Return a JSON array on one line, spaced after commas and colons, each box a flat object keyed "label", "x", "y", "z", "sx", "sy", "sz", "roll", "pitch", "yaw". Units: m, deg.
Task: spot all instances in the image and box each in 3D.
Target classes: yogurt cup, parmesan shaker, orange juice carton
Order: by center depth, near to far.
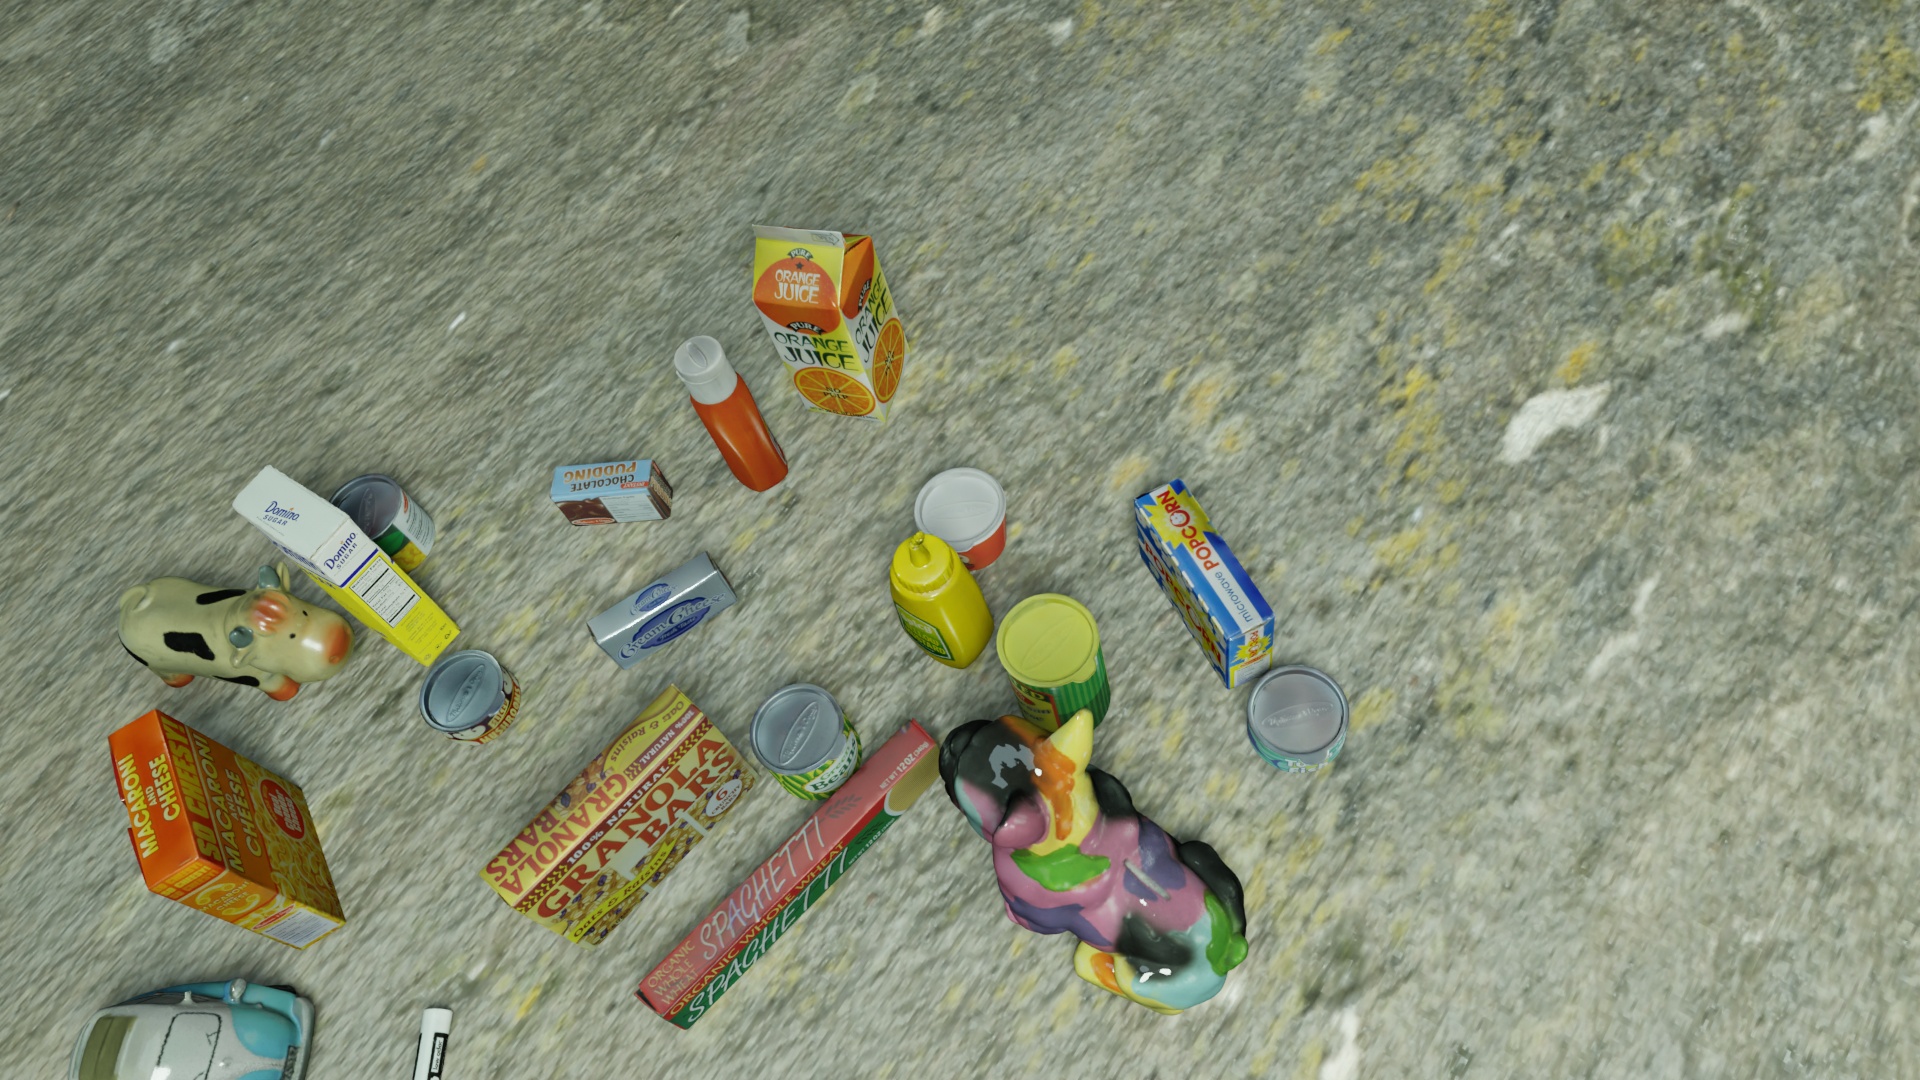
[{"label": "parmesan shaker", "x": 0.066, "y": 0.089, "z": 0.934, "sx": 0.071, "sy": 0.102, "sz": 0.071, "roll": -5, "pitch": 61, "yaw": 9}, {"label": "yogurt cup", "x": 0.004, "y": -0.013, "z": 1.032, "sx": 0.072, "sy": 0.053, "sz": 0.073, "roll": -5, "pitch": 60, "yaw": 9}, {"label": "orange juice carton", "x": -0.100, "y": -0.175, "z": 1.064, "sx": 0.072, "sy": 0.192, "sz": 0.073, "roll": 10, "pitch": 64, "yaw": 17}]

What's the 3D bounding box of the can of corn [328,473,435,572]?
[{"label": "can of corn", "x": -0.471, "y": -0.011, "z": 1.123, "sx": 0.071, "sy": 0.058, "sz": 0.071, "roll": -5, "pitch": 60, "yaw": 9}]

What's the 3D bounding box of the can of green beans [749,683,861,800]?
[{"label": "can of green beans", "x": -0.106, "y": 0.141, "z": 0.965, "sx": 0.071, "sy": 0.057, "sz": 0.071, "roll": -5, "pitch": 60, "yaw": 9}]

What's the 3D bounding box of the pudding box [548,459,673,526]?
[{"label": "pudding box", "x": -0.277, "y": -0.038, "z": 1.104, "sx": 0.084, "sy": 0.049, "sz": 0.030, "roll": -5, "pitch": 61, "yaw": 9}]

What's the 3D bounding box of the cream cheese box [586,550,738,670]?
[{"label": "cream cheese box", "x": -0.222, "y": 0.053, "z": 1.040, "sx": 0.104, "sy": 0.053, "sz": 0.024, "roll": -31, "pitch": 60, "yaw": -7}]

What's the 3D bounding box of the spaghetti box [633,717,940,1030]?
[{"label": "spaghetti box", "x": -0.108, "y": 0.221, "z": 0.925, "sx": 0.251, "sy": 0.050, "sz": 0.029, "roll": -44, "pitch": 62, "yaw": -14}]

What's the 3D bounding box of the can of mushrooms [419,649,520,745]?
[{"label": "can of mushrooms", "x": -0.366, "y": 0.119, "z": 1.043, "sx": 0.071, "sy": 0.033, "sz": 0.071, "roll": -5, "pitch": 60, "yaw": 9}]

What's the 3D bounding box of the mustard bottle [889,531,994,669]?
[{"label": "mustard bottle", "x": -0.019, "y": 0.035, "z": 0.948, "sx": 0.065, "sy": 0.159, "sz": 0.049, "roll": 29, "pitch": 71, "yaw": 24}]

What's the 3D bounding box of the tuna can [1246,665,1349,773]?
[{"label": "tuna can", "x": 0.225, "y": 0.122, "z": 0.925, "sx": 0.071, "sy": 0.032, "sz": 0.071, "roll": -5, "pitch": 60, "yaw": 9}]

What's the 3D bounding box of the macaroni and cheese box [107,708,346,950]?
[{"label": "macaroni and cheese box", "x": -0.498, "y": 0.201, "z": 0.947, "sx": 0.040, "sy": 0.165, "sz": 0.124, "roll": -32, "pitch": 60, "yaw": -7}]

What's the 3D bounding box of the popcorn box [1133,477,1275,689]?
[{"label": "popcorn box", "x": 0.168, "y": 0.030, "z": 0.957, "sx": 0.038, "sy": 0.085, "sz": 0.127, "roll": -27, "pitch": 60, "yaw": -4}]

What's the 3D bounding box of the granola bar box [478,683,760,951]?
[{"label": "granola bar box", "x": -0.219, "y": 0.187, "z": 0.923, "sx": 0.039, "sy": 0.123, "sz": 0.166, "roll": 37, "pitch": 74, "yaw": 26}]

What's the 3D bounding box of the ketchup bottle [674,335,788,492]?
[{"label": "ketchup bottle", "x": -0.177, "y": -0.098, "z": 1.061, "sx": 0.043, "sy": 0.148, "sz": 0.065, "roll": -35, "pitch": 61, "yaw": -8}]
